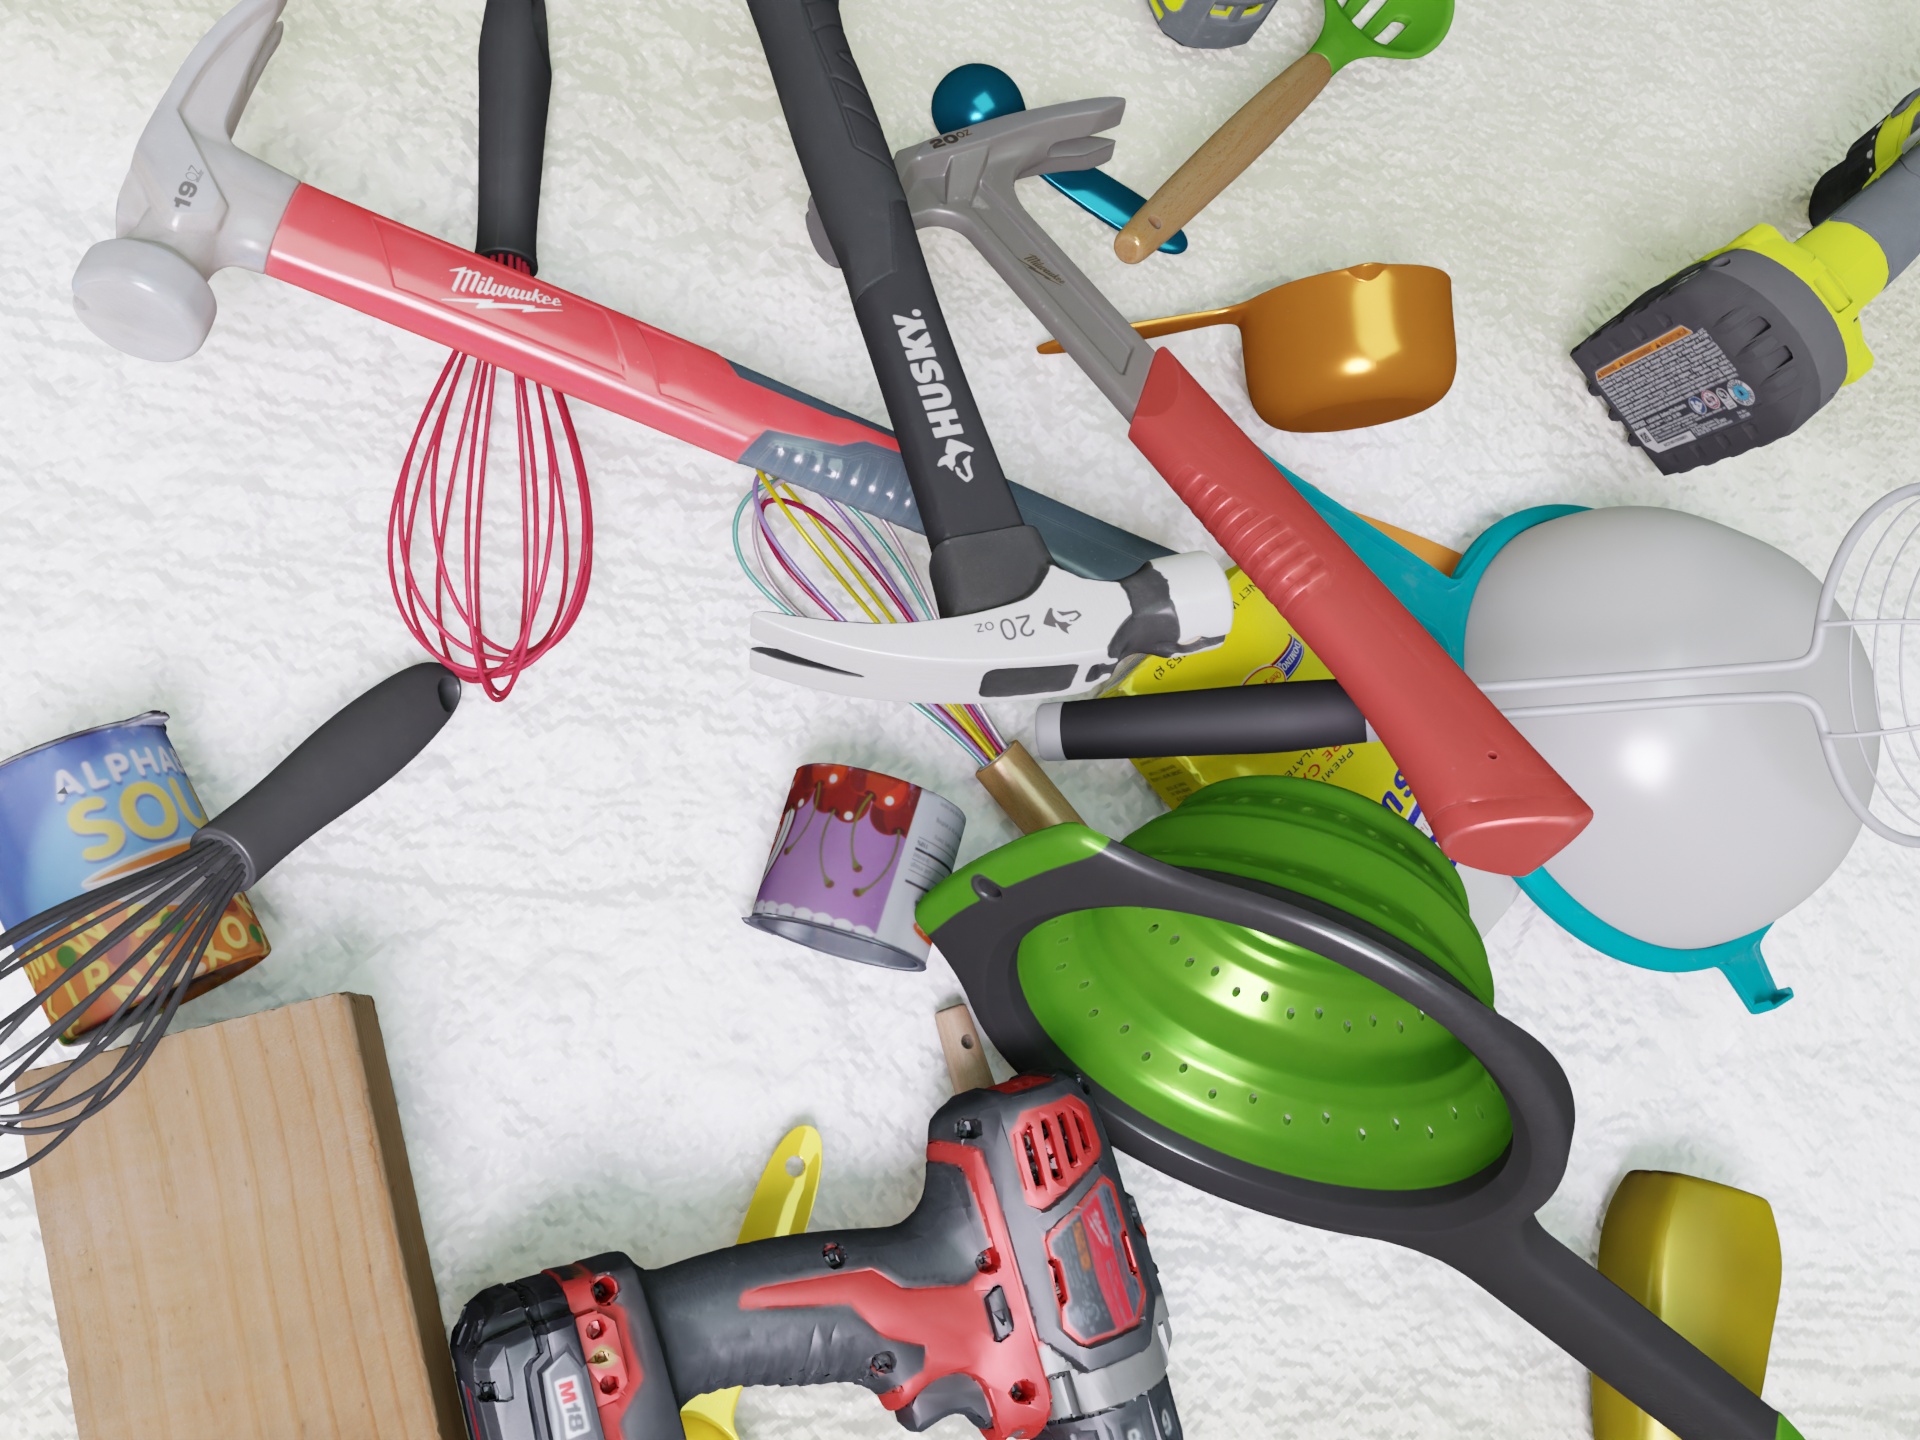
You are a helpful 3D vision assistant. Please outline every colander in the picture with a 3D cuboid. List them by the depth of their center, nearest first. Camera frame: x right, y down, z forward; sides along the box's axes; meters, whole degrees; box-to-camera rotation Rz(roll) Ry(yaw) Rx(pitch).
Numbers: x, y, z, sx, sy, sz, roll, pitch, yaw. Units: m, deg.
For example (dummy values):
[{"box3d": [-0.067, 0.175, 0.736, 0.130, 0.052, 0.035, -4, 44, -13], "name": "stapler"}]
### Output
[{"box3d": [0.173, 0.135, 0.567, 0.397, 0.204, 0.094, 38, 55, -13], "name": "colander"}]

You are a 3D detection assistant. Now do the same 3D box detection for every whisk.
[{"box3d": [-0.217, 0.043, 0.474, 0.055, 0.055, 0.239, 39, 34, -6], "name": "whisk"}, {"box3d": [-0.167, -0.149, 0.582, 0.073, 0.073, 0.296, 2, 73, -17], "name": "whisk"}, {"box3d": [-0.001, -0.001, 0.608, 0.051, 0.047, 0.245, -42, 96, -21], "name": "whisk"}]

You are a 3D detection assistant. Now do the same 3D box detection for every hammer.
[{"box3d": [-0.032, -0.155, 0.544, 0.146, 0.035, 0.335, -12, 66, -14], "name": "hammer"}, {"box3d": [-0.079, -0.122, 0.560, 0.386, 0.038, 0.143, 20, 59, -20], "name": "hammer"}, {"box3d": [0.096, -0.097, 0.572, 0.149, 0.036, 0.359, -25, 64, -24], "name": "hammer"}]

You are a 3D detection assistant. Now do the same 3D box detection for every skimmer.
[{"box3d": [0.212, -0.010, 0.581, 0.363, 0.090, 0.127, -4, 94, 14], "name": "skimmer"}]

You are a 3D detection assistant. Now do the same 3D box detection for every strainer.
[{"box3d": [0.252, -0.038, 0.635, 0.340, 0.095, 0.211, 29, 61, -17], "name": "strainer"}]

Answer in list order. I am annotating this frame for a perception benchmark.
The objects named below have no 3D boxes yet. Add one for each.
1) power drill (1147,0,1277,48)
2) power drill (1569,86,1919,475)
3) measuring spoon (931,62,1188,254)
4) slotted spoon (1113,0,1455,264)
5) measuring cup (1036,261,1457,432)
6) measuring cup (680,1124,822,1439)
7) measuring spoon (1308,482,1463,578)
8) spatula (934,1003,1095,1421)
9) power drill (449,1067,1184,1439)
[{"box3d": [0.112, -0.429, 0.666, 0.080, 0.171, 0.223, -10, 79, -19], "name": "power drill"}, {"box3d": [0.394, -0.213, 0.714, 0.228, 0.190, 0.080, -39, 92, -6], "name": "power drill"}, {"box3d": [0.047, -0.241, 0.683, 0.128, 0.021, 0.042, 30, 72, -9], "name": "measuring spoon"}, {"box3d": [0.138, -0.266, 0.671, 0.070, 0.031, 0.314, 43, 52, -5], "name": "slotted spoon"}, {"box3d": [0.121, -0.146, 0.665, 0.173, 0.095, 0.052, -8, 88, 1], "name": "measuring cup"}, {"box3d": [-0.082, 0.216, 0.548, 0.062, 0.029, 0.157, 26, 66, -12], "name": "measuring cup"}, {"box3d": [0.194, -0.077, 0.699, 0.117, 0.011, 0.021, 22, 73, -11], "name": "measuring spoon"}, {"box3d": [0.047, 0.256, 0.580, 0.059, 0.018, 0.316, -16, 84, -30], "name": "spatula"}, {"box3d": [-0.029, 0.230, 0.507, 0.226, 0.080, 0.188, -12, 81, -25], "name": "power drill"}]
